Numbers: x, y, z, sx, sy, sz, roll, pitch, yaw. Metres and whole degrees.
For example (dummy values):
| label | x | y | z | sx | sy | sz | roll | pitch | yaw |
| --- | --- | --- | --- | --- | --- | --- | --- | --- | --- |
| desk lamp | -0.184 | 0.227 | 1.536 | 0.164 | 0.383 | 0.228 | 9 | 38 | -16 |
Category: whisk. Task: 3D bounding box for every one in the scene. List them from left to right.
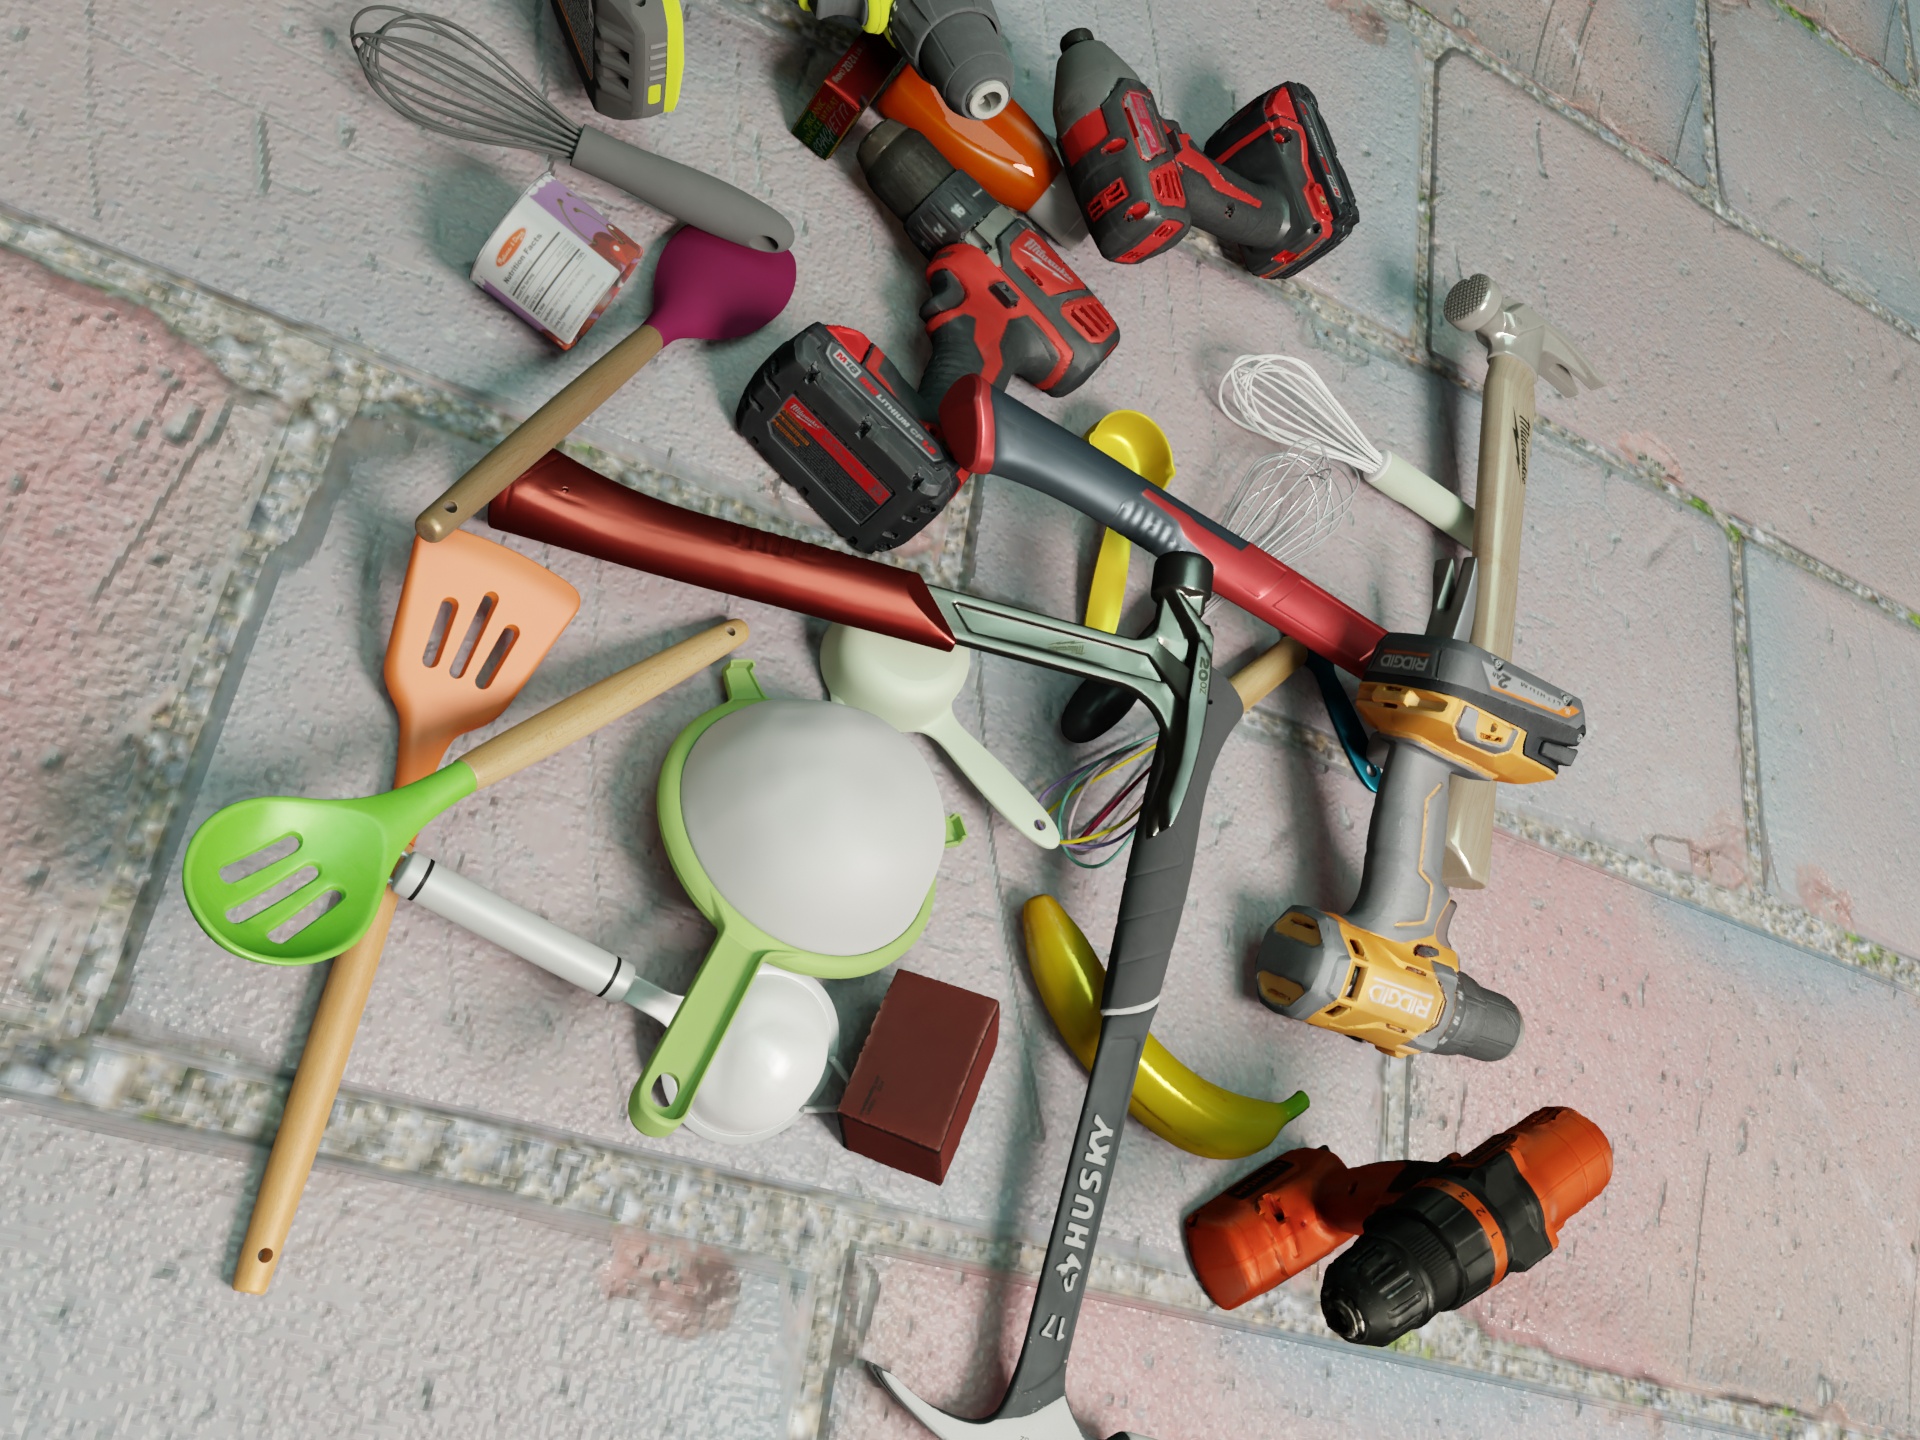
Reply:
| label | x | y | z | sx | sy | sz | roll | pitch | yaw |
| --- | --- | --- | --- | --- | --- | --- | --- | --- | --- |
| whisk | -0.195 | -0.299 | 0.820 | 0.238 | 0.055 | 0.055 | 20 | 64 | -21 |
| whisk | 0.130 | 0.012 | 0.905 | 0.245 | 0.047 | 0.051 | -34 | 90 | -37 |
| whisk | 0.149 | -0.079 | 0.942 | 0.070 | 0.070 | 0.285 | 48 | 61 | -6 |
| whisk | 0.269 | -0.172 | 1.051 | 0.246 | 0.059 | 0.058 | 27 | 44 | -25 |

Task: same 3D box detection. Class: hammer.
| label | x | y | z | sx | sy | sz | roll | pitch | yaw |
| --- | --- | --- | --- | --- | --- | --- | --- | --- | --- |
| hammer | -0.050 | -0.054 | 0.776 | 0.359 | 0.036 | 0.149 | 14 | 70 | -9 |
| hammer | 0.073 | 0.158 | 0.781 | 0.149 | 0.036 | 0.409 | 20 | 71 | -12 |
| hammer | 0.152 | -0.103 | 0.893 | 0.386 | 0.038 | 0.143 | 26 | 76 | -31 |
| hammer | 0.358 | -0.087 | 1.050 | 0.146 | 0.038 | 0.411 | 24 | 69 | -32 |

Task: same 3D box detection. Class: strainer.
| label | x | y | z | sx | sy | sz | roll | pitch | yaw |
| --- | --- | --- | --- | --- | --- | --- | --- | --- | --- |
| strainer | -0.144 | 0.119 | 0.692 | 0.258 | 0.050 | 0.087 | 33 | 82 | -21 |
| strainer | -0.075 | 0.071 | 0.705 | 0.151 | 0.069 | 0.256 | 37 | 39 | -11 |

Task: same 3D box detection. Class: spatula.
| label | x | y | z | sx | sy | sz | roll | pitch | yaw |
| --- | --- | --- | --- | --- | --- | --- | --- | --- | --- |
| spatula | -0.242 | 0.073 | 0.669 | 0.081 | 0.041 | 0.323 | 27 | 62 | -33 |

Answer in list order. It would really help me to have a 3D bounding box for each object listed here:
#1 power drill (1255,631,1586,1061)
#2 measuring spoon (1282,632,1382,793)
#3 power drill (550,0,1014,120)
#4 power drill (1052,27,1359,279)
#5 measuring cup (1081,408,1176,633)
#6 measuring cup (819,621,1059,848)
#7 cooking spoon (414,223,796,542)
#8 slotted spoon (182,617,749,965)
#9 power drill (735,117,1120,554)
| label | x | y | z | sx | sy | sz | roll | pitch | yaw |
| --- | --- | --- | --- | --- | --- | --- | --- | --- | --- |
| power drill | 0.279 | 0.083 | 0.909 | 0.185 | 0.084 | 0.226 | 22 | 86 | -28 |
| measuring spoon | 0.240 | -0.016 | 0.989 | 0.042 | 0.021 | 0.129 | -18 | 82 | -34 |
| power drill | -0.093 | -0.389 | 0.857 | 0.228 | 0.080 | 0.191 | -14 | 63 | -20 |
| power drill | 0.147 | -0.354 | 1.001 | 0.219 | 0.078 | 0.143 | -9 | 77 | -44 |
| measuring cup | 0.086 | -0.107 | 0.939 | 0.062 | 0.029 | 0.156 | 17 | 76 | -24 |
| measuring cup | -0.001 | -0.003 | 0.820 | 0.167 | 0.038 | 0.083 | 47 | 56 | 6 |
| cooking spoon | -0.166 | -0.178 | 0.787 | 0.068 | 0.017 | 0.319 | 42 | 46 | -10 |
| slotted spoon | -0.193 | 0.016 | 0.687 | 0.070 | 0.031 | 0.314 | 53 | 41 | 1 |
| power drill | -0.027 | -0.221 | 0.881 | 0.188 | 0.080 | 0.227 | 45 | 54 | -9 |
